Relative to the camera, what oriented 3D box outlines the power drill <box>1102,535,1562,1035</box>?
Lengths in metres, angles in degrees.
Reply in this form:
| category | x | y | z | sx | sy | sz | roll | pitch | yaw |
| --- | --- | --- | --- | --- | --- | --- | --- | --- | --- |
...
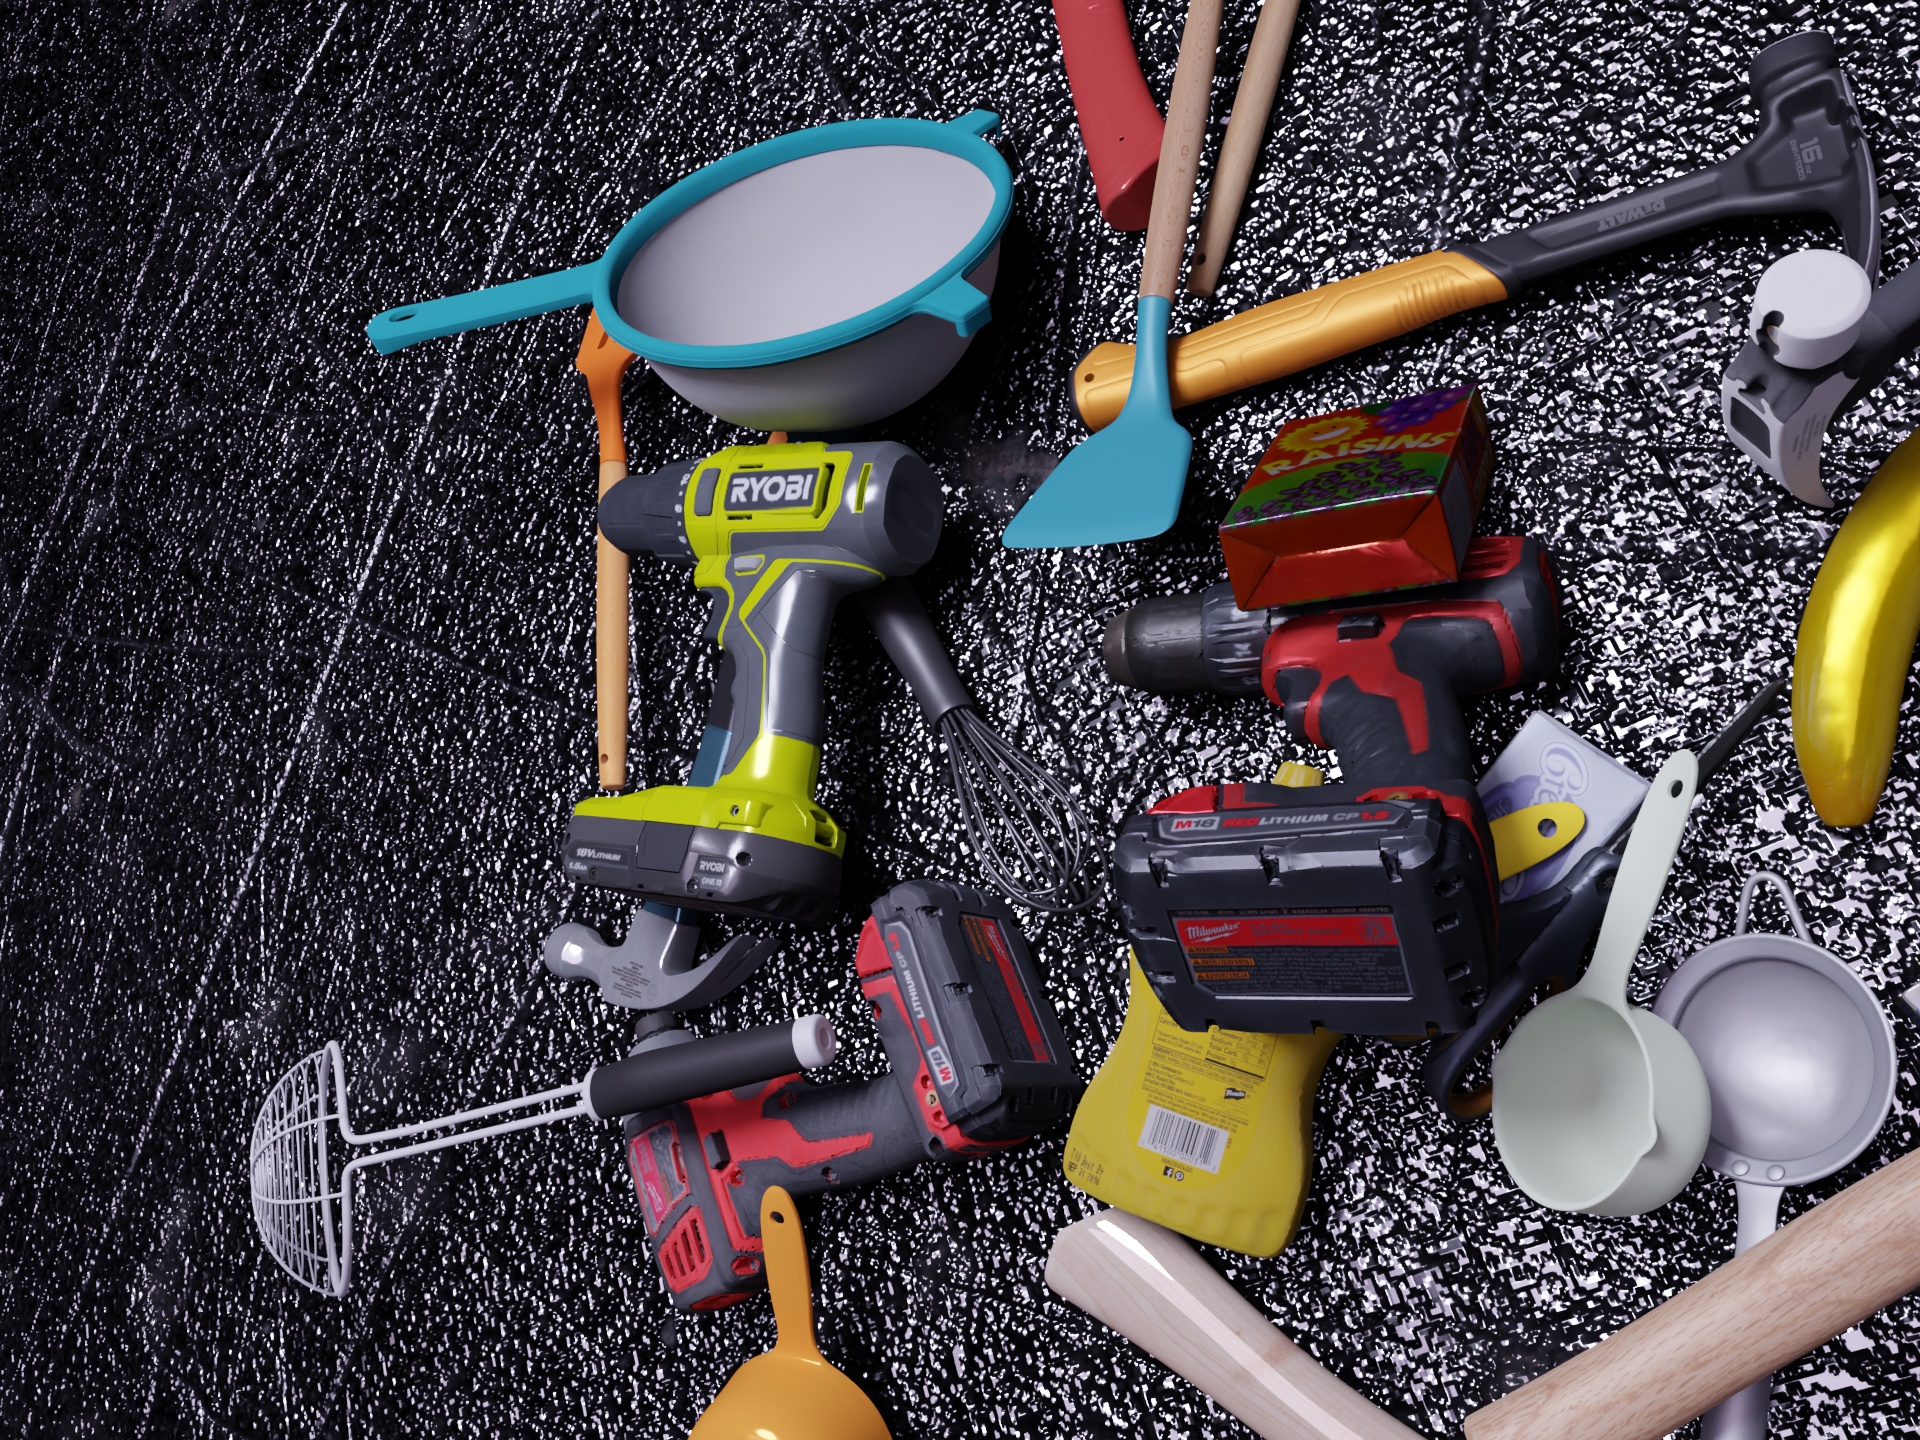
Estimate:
| category | x | y | z | sx | sy | sz | roll | pitch | yaw |
| --- | --- | --- | --- | --- | --- | --- | --- | --- | --- |
| power drill | 0.123 | 0.010 | 0.602 | 0.188 | 0.080 | 0.227 | -5 | 34 | 27 |

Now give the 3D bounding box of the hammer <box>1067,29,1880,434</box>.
| category | x | y | z | sx | sy | sz | roll | pitch | yaw |
| --- | --- | --- | --- | --- | --- | --- | --- | --- | --- |
| hammer | 0.199 | -0.177 | 0.680 | 0.337 | 0.034 | 0.127 | -13 | 62 | 29 |

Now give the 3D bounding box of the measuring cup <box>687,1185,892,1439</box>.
| category | x | y | z | sx | sy | sz | roll | pitch | yaw |
| --- | --- | --- | --- | --- | --- | --- | --- | --- | --- |
| measuring cup | -0.081 | 0.288 | 0.682 | 0.095 | 0.052 | 0.173 | 2 | 106 | 23 |

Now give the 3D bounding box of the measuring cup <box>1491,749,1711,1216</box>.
| category | x | y | z | sx | sy | sz | roll | pitch | yaw |
| --- | --- | --- | --- | --- | --- | --- | --- | --- | --- |
| measuring cup | 0.243 | 0.094 | 0.564 | 0.083 | 0.038 | 0.167 | 17 | 89 | 70 |

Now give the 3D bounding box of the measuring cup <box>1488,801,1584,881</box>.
| category | x | y | z | sx | sy | sz | roll | pitch | yaw |
| --- | --- | --- | --- | --- | --- | --- | --- | --- | --- |
| measuring cup | 0.163 | 0.067 | 0.599 | 0.156 | 0.029 | 0.062 | -27 | 80 | 7 |

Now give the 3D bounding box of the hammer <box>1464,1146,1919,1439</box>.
| category | x | y | z | sx | sy | sz | roll | pitch | yaw |
| --- | --- | --- | --- | --- | --- | --- | --- | --- | --- |
| hammer | 0.300 | 0.144 | 0.487 | 0.331 | 0.031 | 0.130 | -38 | 65 | 12 |

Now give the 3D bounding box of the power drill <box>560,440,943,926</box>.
| category | x | y | z | sx | sy | sz | roll | pitch | yaw |
| --- | --- | --- | --- | --- | --- | --- | --- | --- | --- |
| power drill | -0.116 | -0.025 | 0.769 | 0.191 | 0.080 | 0.228 | 3 | 76 | 31 |

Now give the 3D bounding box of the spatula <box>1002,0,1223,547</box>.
| category | x | y | z | sx | sy | sz | roll | pitch | yaw |
| --- | --- | --- | --- | --- | --- | --- | --- | --- | --- |
| spatula | 0.088 | -0.217 | 0.717 | 0.082 | 0.044 | 0.318 | 0 | 72 | 36 |

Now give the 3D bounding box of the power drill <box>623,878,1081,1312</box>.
| category | x | y | z | sx | sy | sz | roll | pitch | yaw |
| --- | --- | --- | --- | --- | --- | --- | --- | --- | --- |
| power drill | -0.067 | 0.167 | 0.735 | 0.219 | 0.078 | 0.143 | -34 | 63 | 22 |

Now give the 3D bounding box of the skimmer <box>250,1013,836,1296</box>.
| category | x | y | z | sx | sy | sz | roll | pitch | yaw |
| --- | --- | --- | --- | --- | --- | --- | --- | --- | --- |
| skimmer | -0.207 | 0.192 | 0.767 | 0.363 | 0.090 | 0.127 | -18 | 70 | 21 |

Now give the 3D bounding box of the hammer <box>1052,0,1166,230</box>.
| category | x | y | z | sx | sy | sz | roll | pitch | yaw |
| --- | --- | --- | --- | --- | --- | --- | --- | --- | --- |
| hammer | 0.049 | -0.410 | 0.830 | 0.149 | 0.036 | 0.359 | -19 | 69 | 26 |

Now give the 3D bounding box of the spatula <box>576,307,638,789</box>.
| category | x | y | z | sx | sy | sz | roll | pitch | yaw |
| --- | --- | --- | --- | --- | --- | --- | --- | --- | --- |
| spatula | -0.186 | -0.116 | 0.886 | 0.081 | 0.041 | 0.323 | -13 | 70 | 28 |

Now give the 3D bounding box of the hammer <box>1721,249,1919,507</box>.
| category | x | y | z | sx | sy | sz | roll | pitch | yaw |
| --- | --- | --- | --- | --- | --- | --- | --- | --- | --- |
| hammer | 0.403 | -0.199 | 0.538 | 0.335 | 0.146 | 0.035 | -38 | 62 | 4 |

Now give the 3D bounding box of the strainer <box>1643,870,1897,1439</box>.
| category | x | y | z | sx | sy | sz | roll | pitch | yaw |
| --- | --- | --- | --- | --- | --- | --- | --- | --- | --- |
| strainer | 0.267 | 0.182 | 0.536 | 0.087 | 0.050 | 0.258 | -5 | 66 | 53 |

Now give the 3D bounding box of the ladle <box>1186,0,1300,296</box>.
| category | x | y | z | sx | sy | sz | roll | pitch | yaw |
| --- | --- | --- | --- | --- | --- | --- | --- | --- | --- |
| ladle | 0.150 | -0.359 | 0.748 | 0.078 | 0.062 | 0.320 | 15 | 89 | 39 |

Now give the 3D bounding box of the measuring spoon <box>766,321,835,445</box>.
| category | x | y | z | sx | sy | sz | roll | pitch | yaw |
| --- | --- | --- | --- | --- | --- | --- | --- | --- | --- |
| measuring spoon | -0.094 | -0.164 | 0.867 | 0.021 | 0.011 | 0.117 | 24 | 90 | 32 |

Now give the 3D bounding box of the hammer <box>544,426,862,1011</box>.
| category | x | y | z | sx | sy | sz | roll | pitch | yaw |
| --- | --- | --- | --- | --- | --- | --- | --- | --- | --- |
| hammer | -0.118 | -0.008 | 0.830 | 0.128 | 0.033 | 0.331 | 15 | 86 | 33 |

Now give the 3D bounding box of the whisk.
| category | x | y | z | sx | sy | sz | roll | pitch | yaw |
| --- | --- | --- | --- | --- | --- | --- | --- | --- | --- |
| whisk | 0.000 | -0.003 | 0.755 | 0.055 | 0.055 | 0.239 | -40 | 57 | 16 |

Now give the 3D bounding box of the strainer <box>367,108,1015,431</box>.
| category | x | y | z | sx | sy | sz | roll | pitch | yaw |
| --- | --- | --- | --- | --- | --- | --- | --- | --- | --- |
| strainer | -0.130 | -0.199 | 0.810 | 0.340 | 0.095 | 0.211 | -8 | 45 | 12 |

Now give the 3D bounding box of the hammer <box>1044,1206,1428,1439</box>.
| category | x | y | z | sx | sy | sz | roll | pitch | yaw |
| --- | --- | --- | --- | --- | --- | --- | --- | --- | --- |
| hammer | 0.198 | 0.307 | 0.567 | 0.411 | 0.038 | 0.146 | 25 | 92 | 33 |
